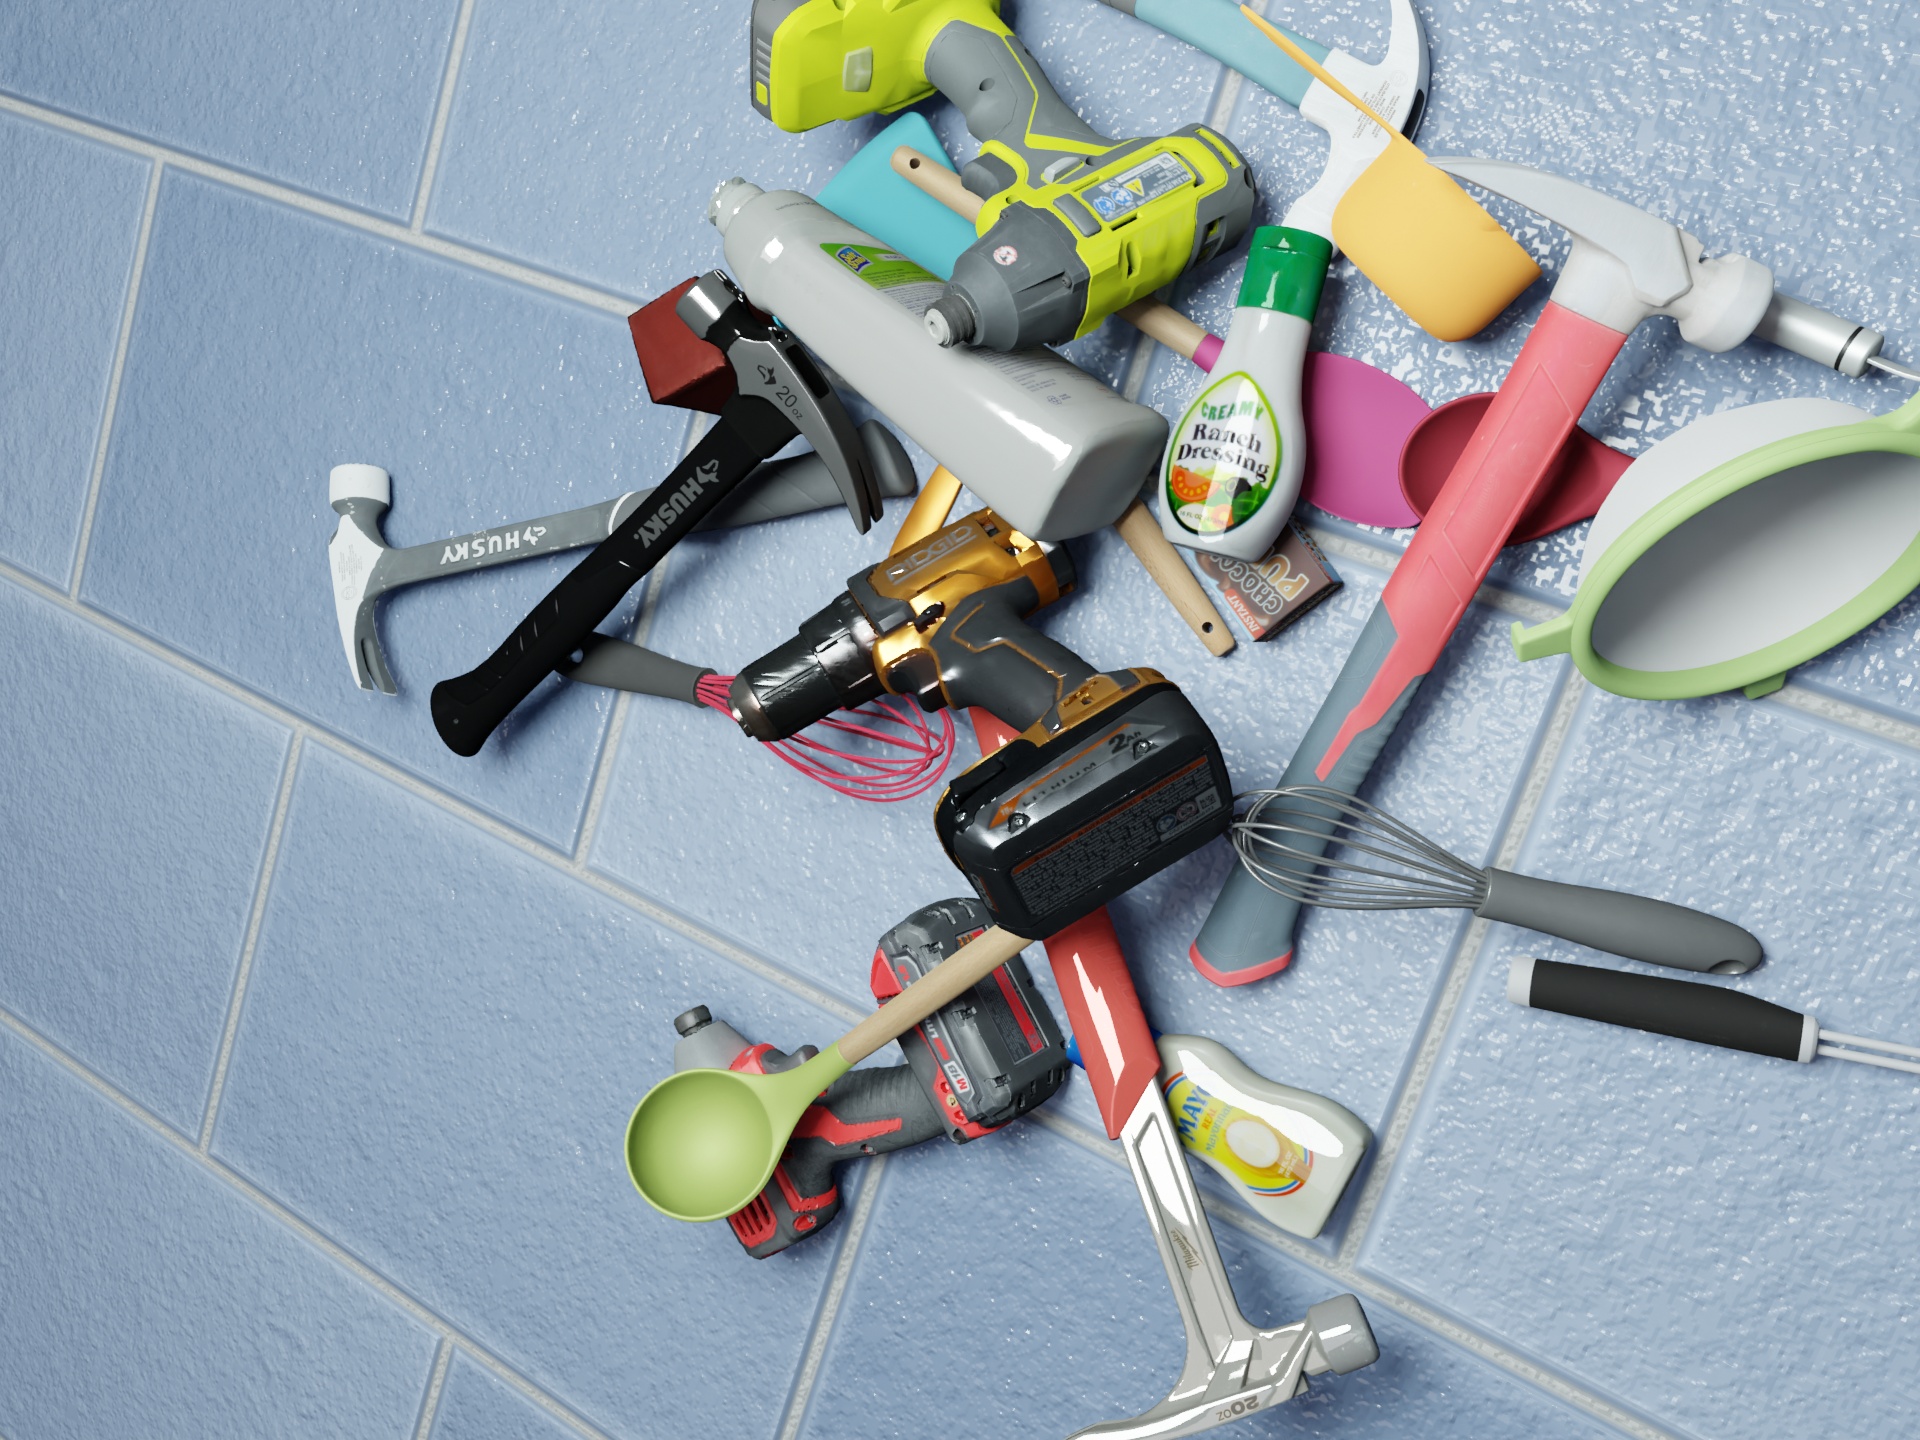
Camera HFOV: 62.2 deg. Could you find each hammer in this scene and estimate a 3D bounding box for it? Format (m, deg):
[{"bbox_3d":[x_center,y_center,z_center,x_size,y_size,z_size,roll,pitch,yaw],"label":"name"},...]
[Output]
[{"bbox_3d":[0.082,-0.362,0.779,0.331,0.033,0.128,38,109,20],"label":"hammer"},{"bbox_3d":[-0.186,-0.080,0.872,0.334,0.035,0.146,-39,99,28],"label":"hammer"},{"bbox_3d":[0.182,-0.044,0.700,0.143,0.038,0.386,22,115,-5],"label":"hammer"},{"bbox_3d":[-0.213,-0.111,0.931,0.409,0.036,0.149,-7,80,25],"label":"hammer"},{"bbox_3d":[0.063,0.152,0.768,0.149,0.036,0.359,-22,70,7],"label":"hammer"}]

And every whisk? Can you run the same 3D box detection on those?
[{"bbox_3d":[-0.129,-0.014,0.892,0.296,0.073,0.073,14,99,31],"label":"whisk"},{"bbox_3d":[0.229,0.072,0.692,0.239,0.055,0.055,14,100,3],"label":"whisk"}]

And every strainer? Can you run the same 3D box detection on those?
[{"bbox_3d":[0.322,-0.110,0.586,0.256,0.151,0.069,-57,36,43],"label":"strainer"},{"bbox_3d":[0.368,-0.142,0.638,0.259,0.087,0.050,38,127,30],"label":"strainer"}]

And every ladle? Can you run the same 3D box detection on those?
[{"bbox_3d":[0.346,-0.095,0.667,0.315,0.031,0.069,9,106,24],"label":"ladle"},{"bbox_3d":[-0.043,0.149,0.770,0.320,0.062,0.078,-38,67,24],"label":"ladle"}]

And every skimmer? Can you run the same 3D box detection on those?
[{"bbox_3d":[0.396,0.158,0.621,0.363,0.090,0.127,9,128,28],"label":"skimmer"}]

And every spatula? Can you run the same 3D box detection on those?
[{"bbox_3d":[0.040,-0.162,0.806,0.082,0.044,0.318,-38,77,18],"label":"spatula"}]

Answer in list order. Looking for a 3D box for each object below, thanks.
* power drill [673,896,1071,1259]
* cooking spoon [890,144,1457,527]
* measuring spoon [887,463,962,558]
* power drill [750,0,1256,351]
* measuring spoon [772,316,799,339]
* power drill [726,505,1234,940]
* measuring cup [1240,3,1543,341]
[{"bbox_3d":[-0.063,0.188,0.861,0.219,0.078,0.143,-34,78,27],"label":"power drill"},{"bbox_3d":[0.095,-0.194,0.769,0.319,0.017,0.068,35,99,11],"label":"cooking spoon"},{"bbox_3d":[-0.012,-0.124,0.850,0.021,0.011,0.117,36,108,20],"label":"measuring spoon"},{"bbox_3d":[0.005,-0.272,0.744,0.171,0.080,0.223,-32,70,-22],"label":"power drill"},{"bbox_3d":[-0.047,-0.206,0.865,0.129,0.021,0.042,34,106,11],"label":"measuring spoon"},{"bbox_3d":[-0.001,-0.002,0.739,0.185,0.084,0.226,-30,44,-4],"label":"power drill"},{"bbox_3d":[0.172,-0.232,0.689,0.173,0.095,0.052,37,114,-11],"label":"measuring cup"}]
